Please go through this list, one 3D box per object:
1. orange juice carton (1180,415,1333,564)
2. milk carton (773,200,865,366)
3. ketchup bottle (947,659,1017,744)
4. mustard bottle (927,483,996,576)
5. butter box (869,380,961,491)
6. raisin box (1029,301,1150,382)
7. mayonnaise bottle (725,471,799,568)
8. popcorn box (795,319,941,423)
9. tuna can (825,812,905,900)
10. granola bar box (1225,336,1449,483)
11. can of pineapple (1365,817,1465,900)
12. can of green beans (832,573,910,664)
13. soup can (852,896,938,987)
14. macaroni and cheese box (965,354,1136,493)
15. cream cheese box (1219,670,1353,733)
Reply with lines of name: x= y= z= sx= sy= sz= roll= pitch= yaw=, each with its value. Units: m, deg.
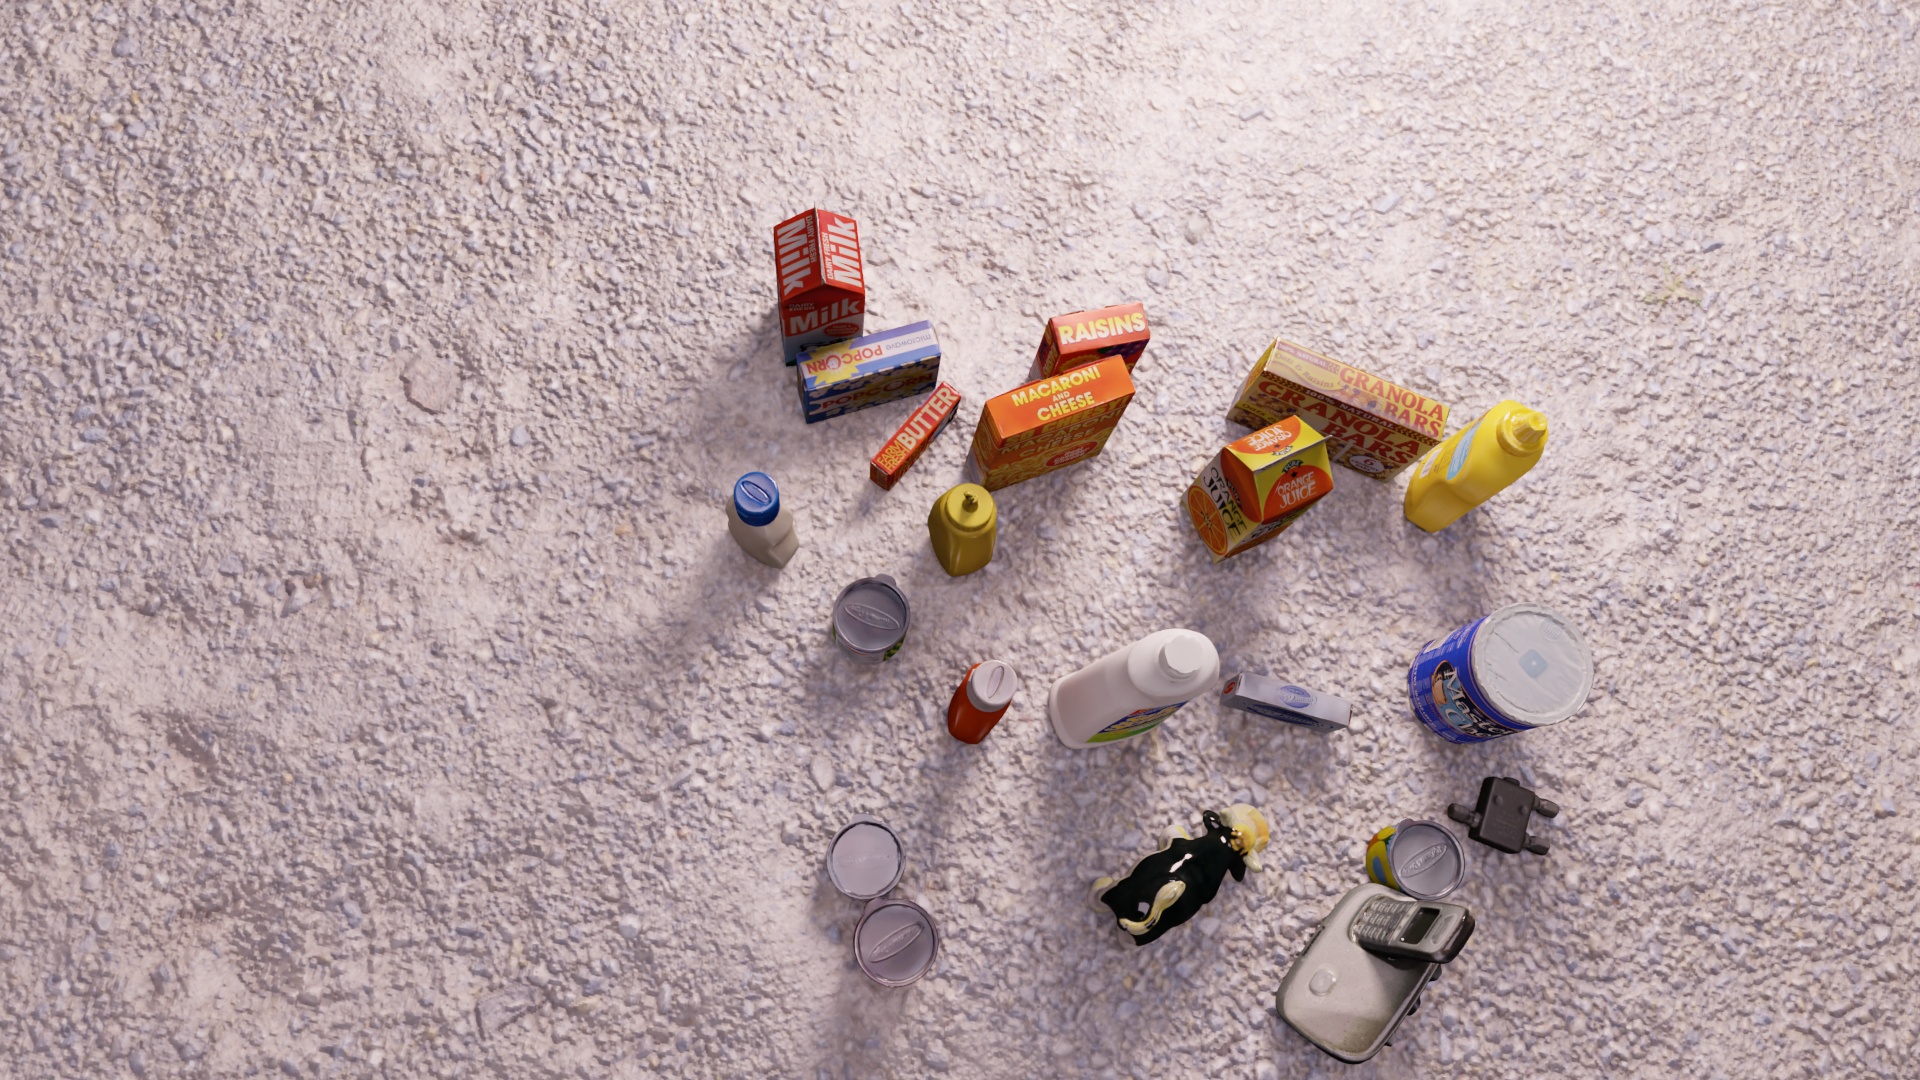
orange juice carton: x=0.258 y=-0.046 z=1.198 sx=0.072 sy=0.192 sz=0.073 roll=-23 pitch=78 yaw=-11
milk carton: x=-0.123 y=-0.220 z=1.210 sx=0.073 sy=0.190 sz=0.072 roll=-6 pitch=76 yaw=-7
ketchup bottle: x=0.019 y=0.129 z=1.147 sx=0.043 sy=0.148 sz=0.065 roll=22 pitch=74 yaw=1
mustard bottle: x=0.004 y=-0.015 z=1.180 sx=0.049 sy=0.159 sz=0.065 roll=-21 pitch=78 yaw=-11
butter box: x=-0.041 y=-0.093 z=1.254 sx=0.024 sy=0.053 sz=0.104 roll=39 pitch=75 yaw=5
raisin box: x=0.115 y=-0.168 z=1.254 sx=0.086 sy=0.123 sz=0.040 roll=-11 pitch=76 yaw=-8
mayonnaise bottle: x=-0.168 y=-0.019 z=1.171 sx=0.065 sy=0.147 sz=0.041 roll=36 pitch=75 yaw=5
popcorn box: x=-0.083 y=-0.151 z=1.249 sx=0.127 sy=0.085 sz=0.038 roll=-16 pitch=77 yaw=-10
tuna can: x=-0.080 y=0.264 z=1.160 sx=0.071 sy=0.032 sz=0.071 roll=1 pitch=74 yaw=-5
granola bar box: x=0.339 y=-0.117 z=1.261 sx=0.165 sy=0.124 sz=0.039 roll=22 pitch=74 yaw=1
can of pineapple: x=0.388 y=0.273 z=1.191 sx=0.071 sy=0.057 sz=0.071 roll=1 pitch=75 yaw=-5
can of green beans: x=-0.078 y=0.070 z=1.202 sx=0.071 sy=0.057 sz=0.071 roll=1 pitch=75 yaw=-5
soup can: x=-0.055 y=0.321 z=1.120 sx=0.071 sy=0.083 sz=0.071 roll=1 pitch=75 yaw=-5
macaroni and cheese box: x=0.074 y=-0.098 z=1.207 sx=0.124 sy=0.166 sz=0.040 roll=-20 pitch=78 yaw=-11
cream cheese box: x=0.286 y=0.143 z=1.220 sx=0.104 sy=0.053 sz=0.024 roll=15 pitch=74 yaw=-1
